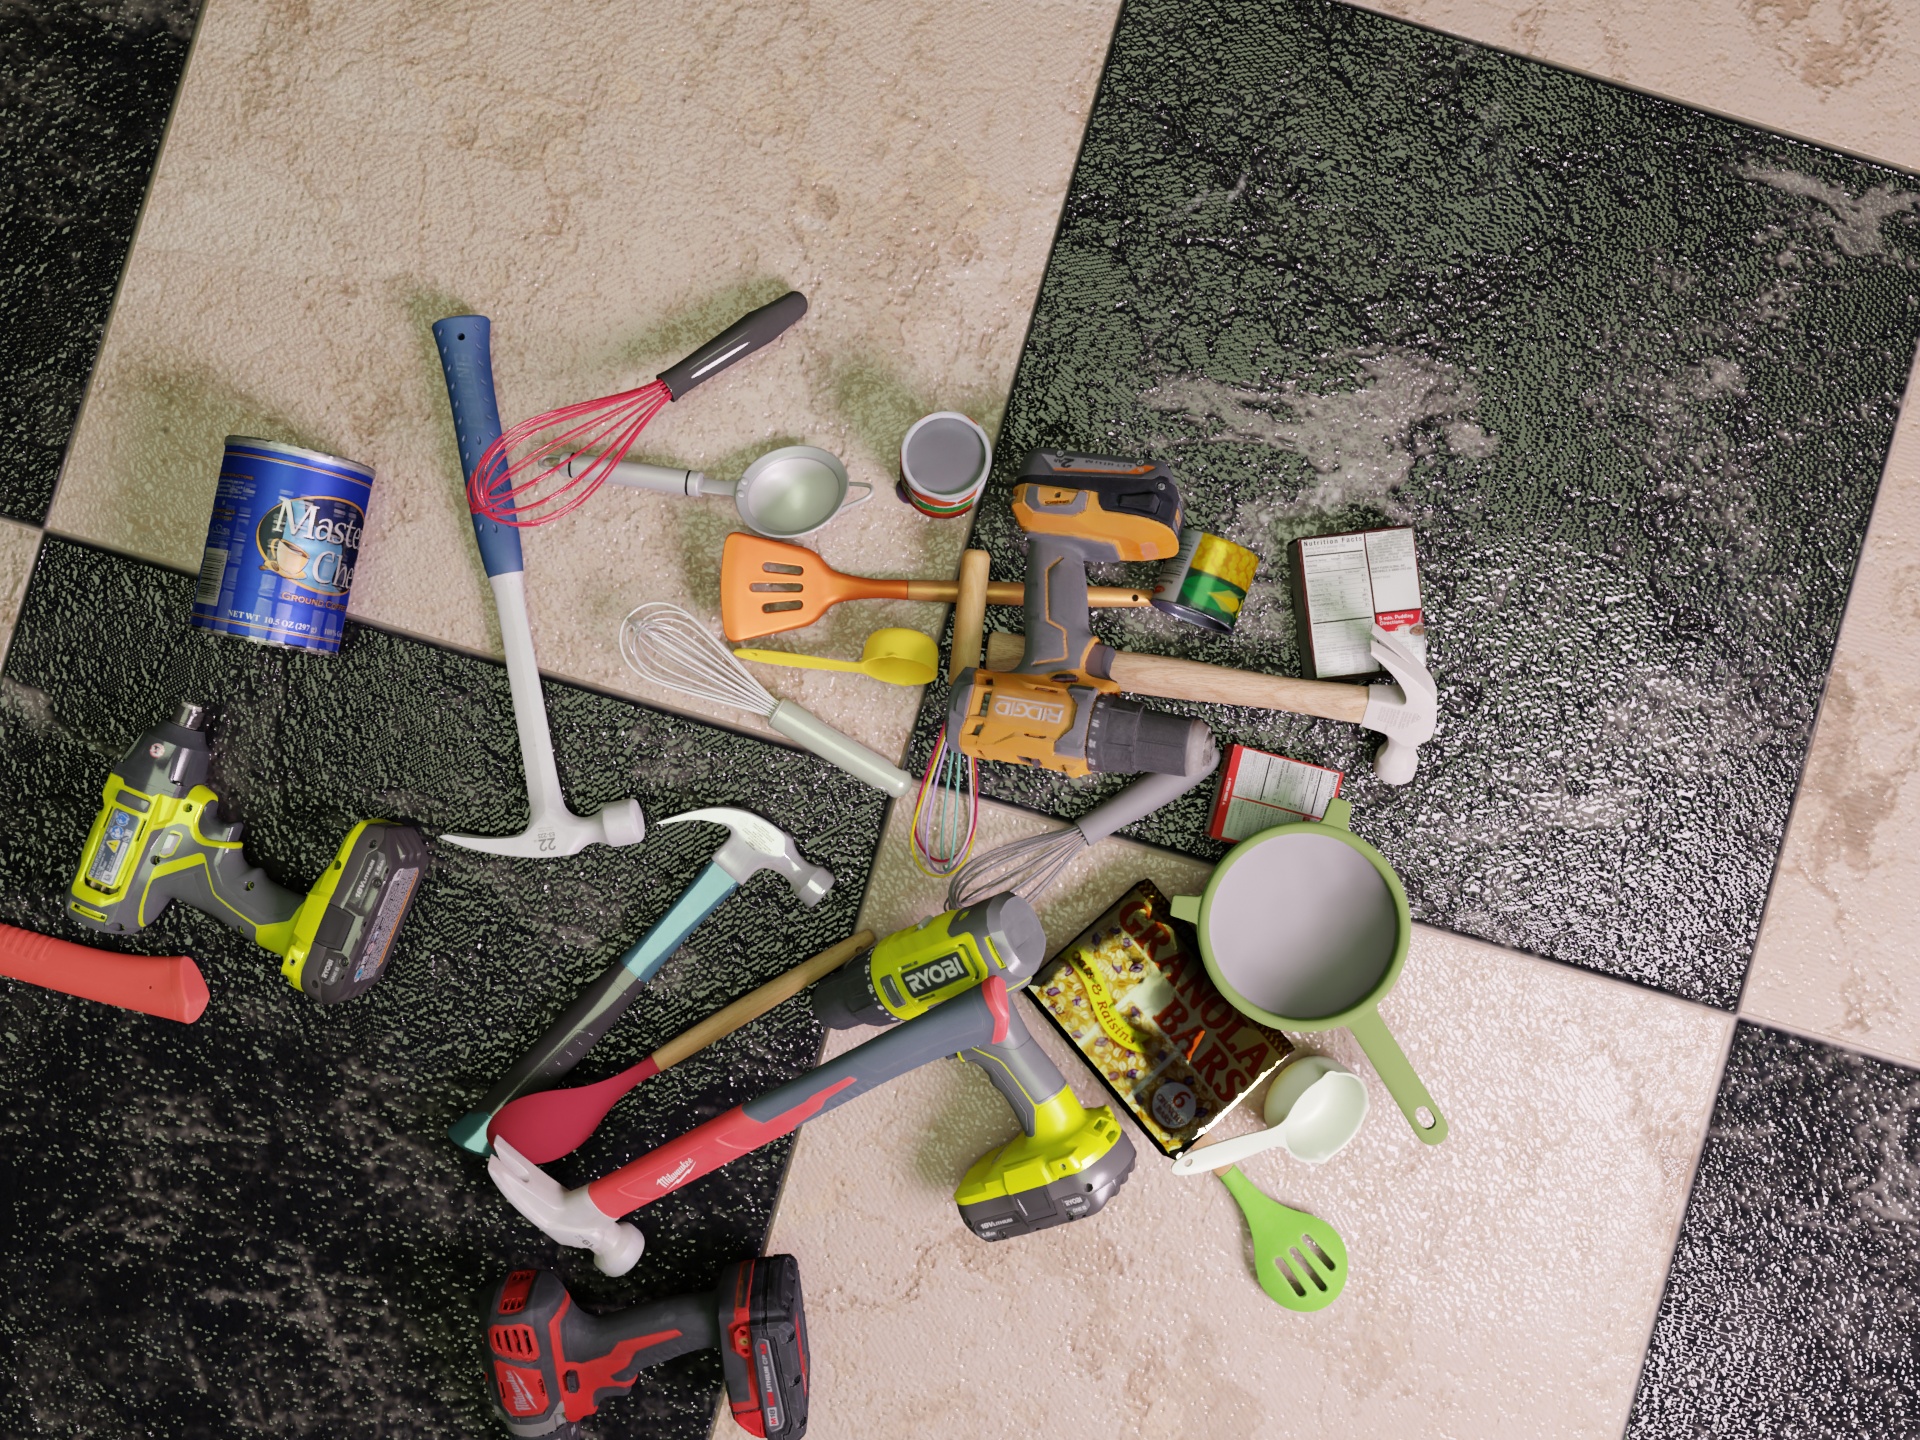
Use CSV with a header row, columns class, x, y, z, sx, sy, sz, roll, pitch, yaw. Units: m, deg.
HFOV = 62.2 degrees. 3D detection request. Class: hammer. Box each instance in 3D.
class,x,y,z,sx,sy,sz,roll,pitch,yaw
hammer,-0.735,0.169,1.166,0.359,0.036,0.149,16,89,-1
hammer,0.183,-0.029,1.172,0.331,0.130,0.031,9,45,6
hammer,-0.140,0.263,1.095,0.386,0.038,0.143,-30,120,16
hammer,-0.342,-0.096,1.181,0.144,0.035,0.405,-10,89,-2
hammer,-0.251,0.196,1.179,0.128,0.033,0.331,43,88,-1

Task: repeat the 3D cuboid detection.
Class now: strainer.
class,x,y,z,sx,sy,sz,roll,pitch,yaw
strainer,0.274,0.191,1.159,0.151,0.069,0.256,-32,89,2
strainer,-0.190,-0.175,1.186,0.258,0.050,0.087,9,60,5

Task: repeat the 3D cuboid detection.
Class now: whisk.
class,x,y,z,sx,sy,sz,roll,pitch,yaw
whisk,-0.004,-0.004,1.172,0.047,0.051,0.245,6,95,1
whisk,-0.143,-0.011,1.181,0.246,0.058,0.059,31,80,-5
whisk,-0.231,-0.232,1.161,0.296,0.073,0.073,-37,90,-15
whisk,0.092,0.084,1.185,0.239,0.055,0.055,-31,90,-5

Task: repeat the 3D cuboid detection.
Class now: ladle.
class,x,y,z,sx,sy,sz,roll,pitch,yaw
ladle,-0.201,0.238,1.170,0.315,0.031,0.069,-30,129,-9

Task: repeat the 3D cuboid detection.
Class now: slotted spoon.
class,x,y,z,sx,sy,sz,roll,pitch,yaw
slotted spoon,0.180,0.318,1.192,0.070,0.031,0.314,-41,89,-5

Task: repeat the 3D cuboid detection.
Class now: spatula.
class,x,y,z,sx,sy,sz,roll,pitch,yaw
spatula,-0.015,-0.096,1.187,0.322,0.041,0.081,2,97,-3

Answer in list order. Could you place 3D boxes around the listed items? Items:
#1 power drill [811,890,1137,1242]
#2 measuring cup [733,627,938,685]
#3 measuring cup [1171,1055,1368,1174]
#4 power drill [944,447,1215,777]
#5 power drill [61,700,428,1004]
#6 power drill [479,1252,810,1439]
class,x,y,z,sx,sy,sz,roll,pitch,yaw
power drill,0.007,0.250,1.144,0.190,0.080,0.228,-26,93,30
measuring cup,-0.092,-0.053,1.186,0.156,0.062,0.029,6,71,10
measuring cup,0.219,0.294,1.161,0.167,0.038,0.083,-12,116,-20
power drill,0.101,-0.069,1.117,0.185,0.084,0.226,10,75,18
power drill,-0.515,0.098,1.155,0.223,0.080,0.171,22,89,2
power drill,-0.224,0.478,1.144,0.226,0.080,0.187,-5,109,-1
